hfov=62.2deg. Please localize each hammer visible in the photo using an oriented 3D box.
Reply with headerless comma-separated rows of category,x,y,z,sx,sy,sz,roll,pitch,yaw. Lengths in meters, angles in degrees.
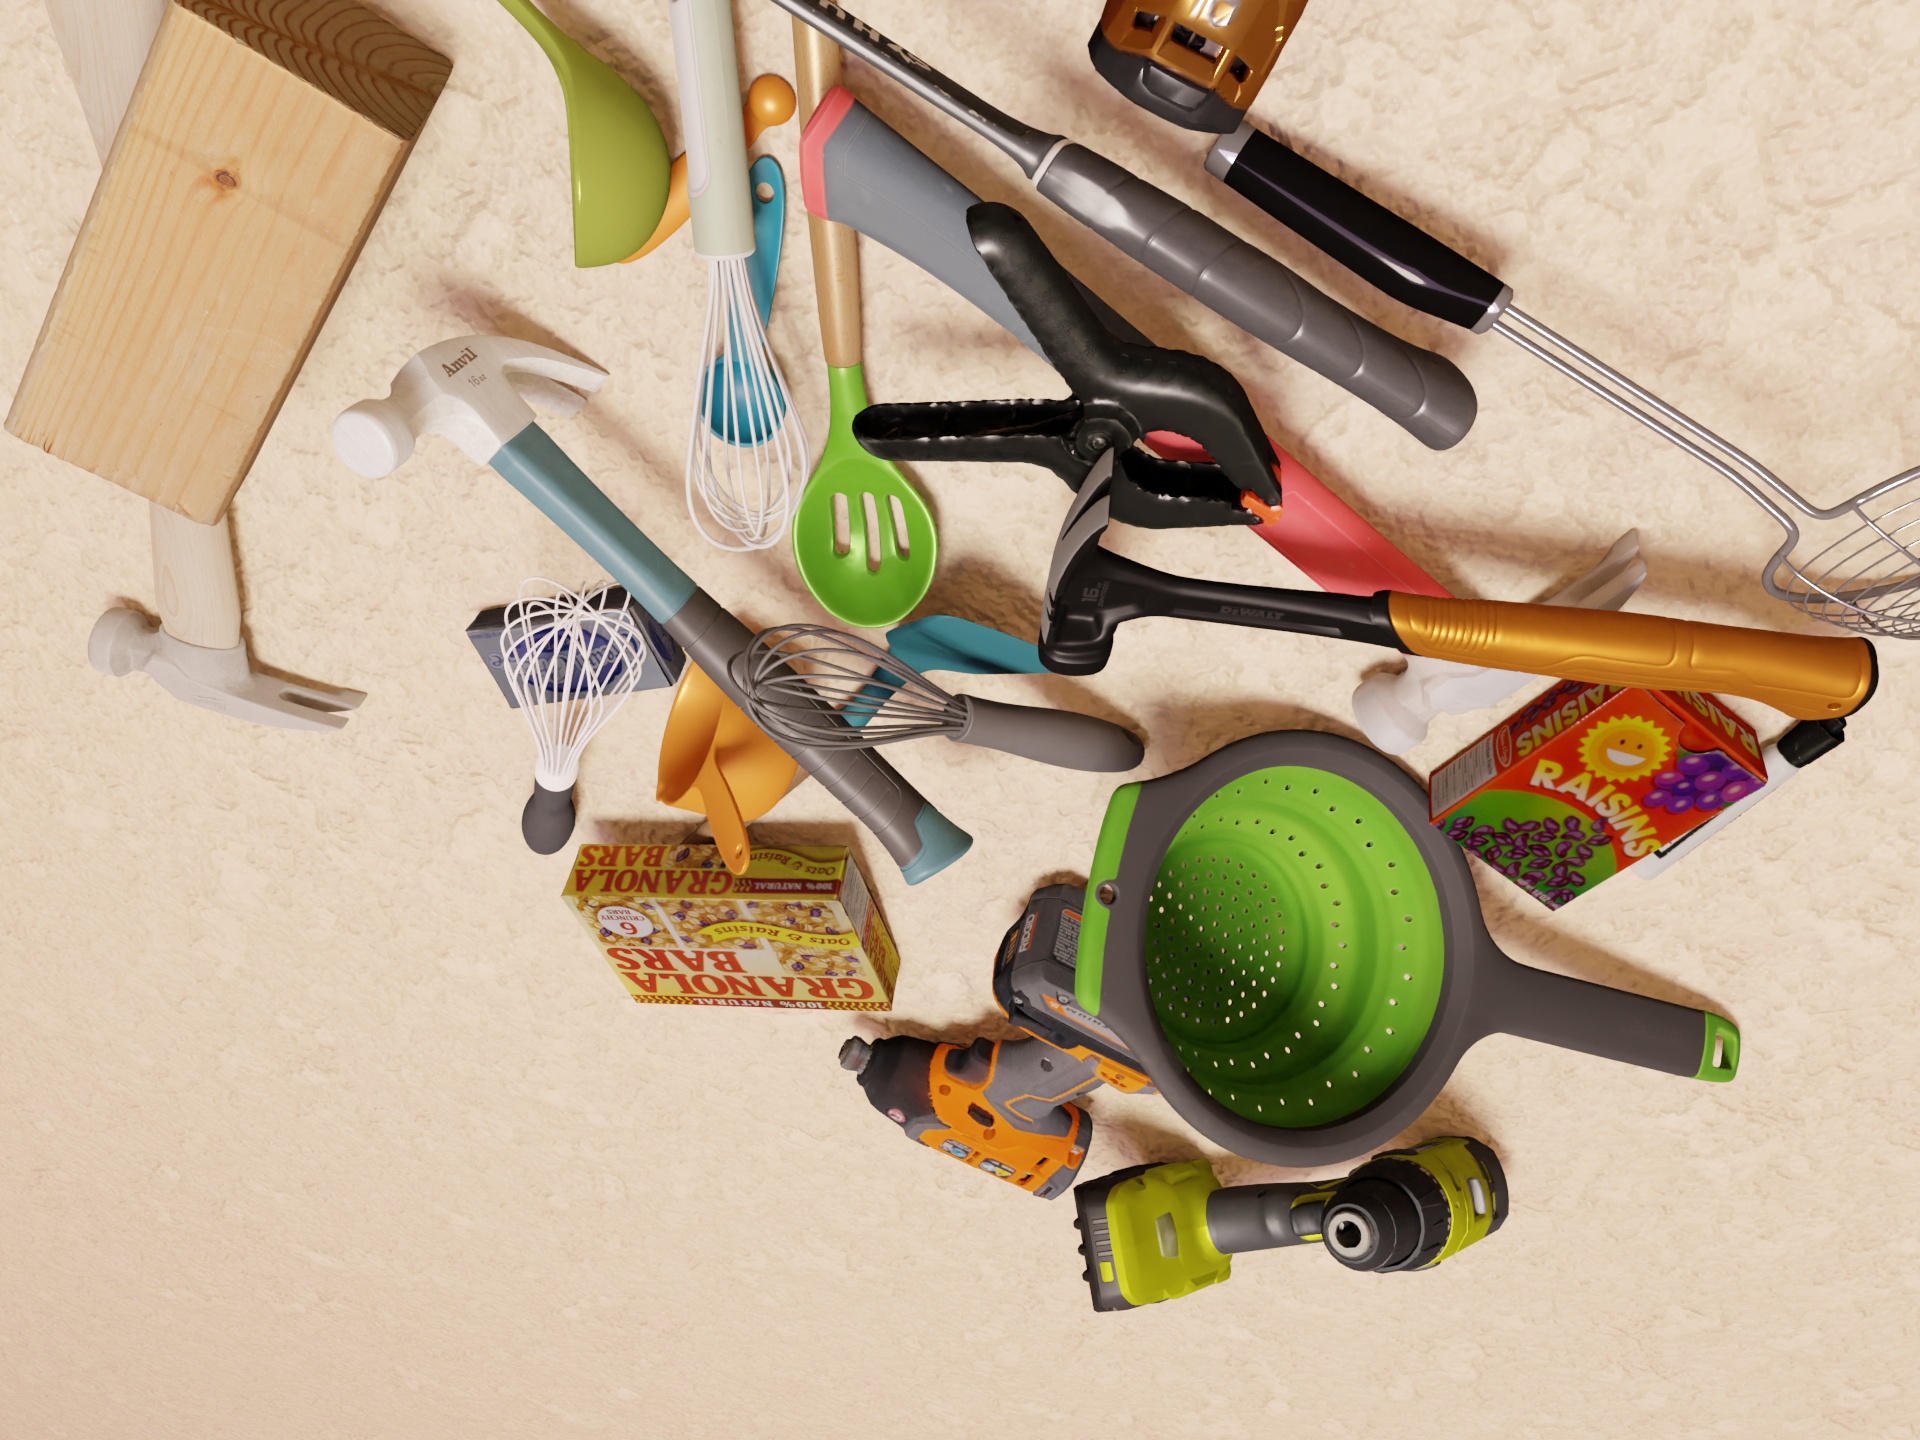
hammer,0.203,-0.041,0.641,0.337,0.034,0.127,7,154,-1
hammer,-0.117,-0.042,0.718,0.331,0.128,0.033,45,127,-15
hammer,-0.367,-0.159,0.765,0.146,0.038,0.410,16,132,-1
hammer,0.019,-0.203,0.553,0.408,0.149,0.036,27,123,-18
hammer,0.104,-0.130,0.647,0.386,0.038,0.143,35,129,-19

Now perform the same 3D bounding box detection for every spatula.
spatula,-0.073,0.021,0.833,0.082,0.044,0.317,18,139,-35

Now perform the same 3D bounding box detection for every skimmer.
skimmer,0.264,-0.142,0.609,0.363,0.090,0.127,32,152,1

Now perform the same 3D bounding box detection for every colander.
colander,0.222,0.131,0.814,0.397,0.204,0.094,16,169,-19

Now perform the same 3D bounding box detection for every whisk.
whisk,-0.206,0.011,0.823,0.070,0.070,0.284,23,149,-5
whisk,-0.095,-0.182,0.643,0.058,0.059,0.246,33,135,45
whisk,-0.002,-0.002,0.736,0.238,0.055,0.055,12,141,-38

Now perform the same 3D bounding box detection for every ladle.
ladle,-0.218,-0.309,0.583,0.062,0.078,0.320,-40,111,-1

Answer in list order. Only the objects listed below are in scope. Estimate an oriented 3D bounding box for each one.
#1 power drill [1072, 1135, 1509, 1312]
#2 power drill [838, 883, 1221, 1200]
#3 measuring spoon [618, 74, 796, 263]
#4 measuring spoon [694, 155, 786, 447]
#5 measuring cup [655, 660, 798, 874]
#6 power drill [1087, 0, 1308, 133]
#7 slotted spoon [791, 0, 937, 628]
power drill,0.184,0.291,0.922,0.228,0.080,0.190,-18,164,32
power drill,0.033,0.191,0.929,0.164,0.084,0.226,26,136,-8
measuring spoon,-0.110,-0.223,0.655,0.117,0.011,0.021,-30,117,34
measuring spoon,-0.088,-0.180,0.687,0.042,0.021,0.128,16,123,5
measuring cup,-0.100,0.028,0.768,0.052,0.174,0.095,17,112,-27
power drill,0.035,-0.314,0.495,0.226,0.084,0.185,23,130,-10
slotted spoon,-0.049,-0.176,0.670,0.070,0.031,0.313,5,129,10
